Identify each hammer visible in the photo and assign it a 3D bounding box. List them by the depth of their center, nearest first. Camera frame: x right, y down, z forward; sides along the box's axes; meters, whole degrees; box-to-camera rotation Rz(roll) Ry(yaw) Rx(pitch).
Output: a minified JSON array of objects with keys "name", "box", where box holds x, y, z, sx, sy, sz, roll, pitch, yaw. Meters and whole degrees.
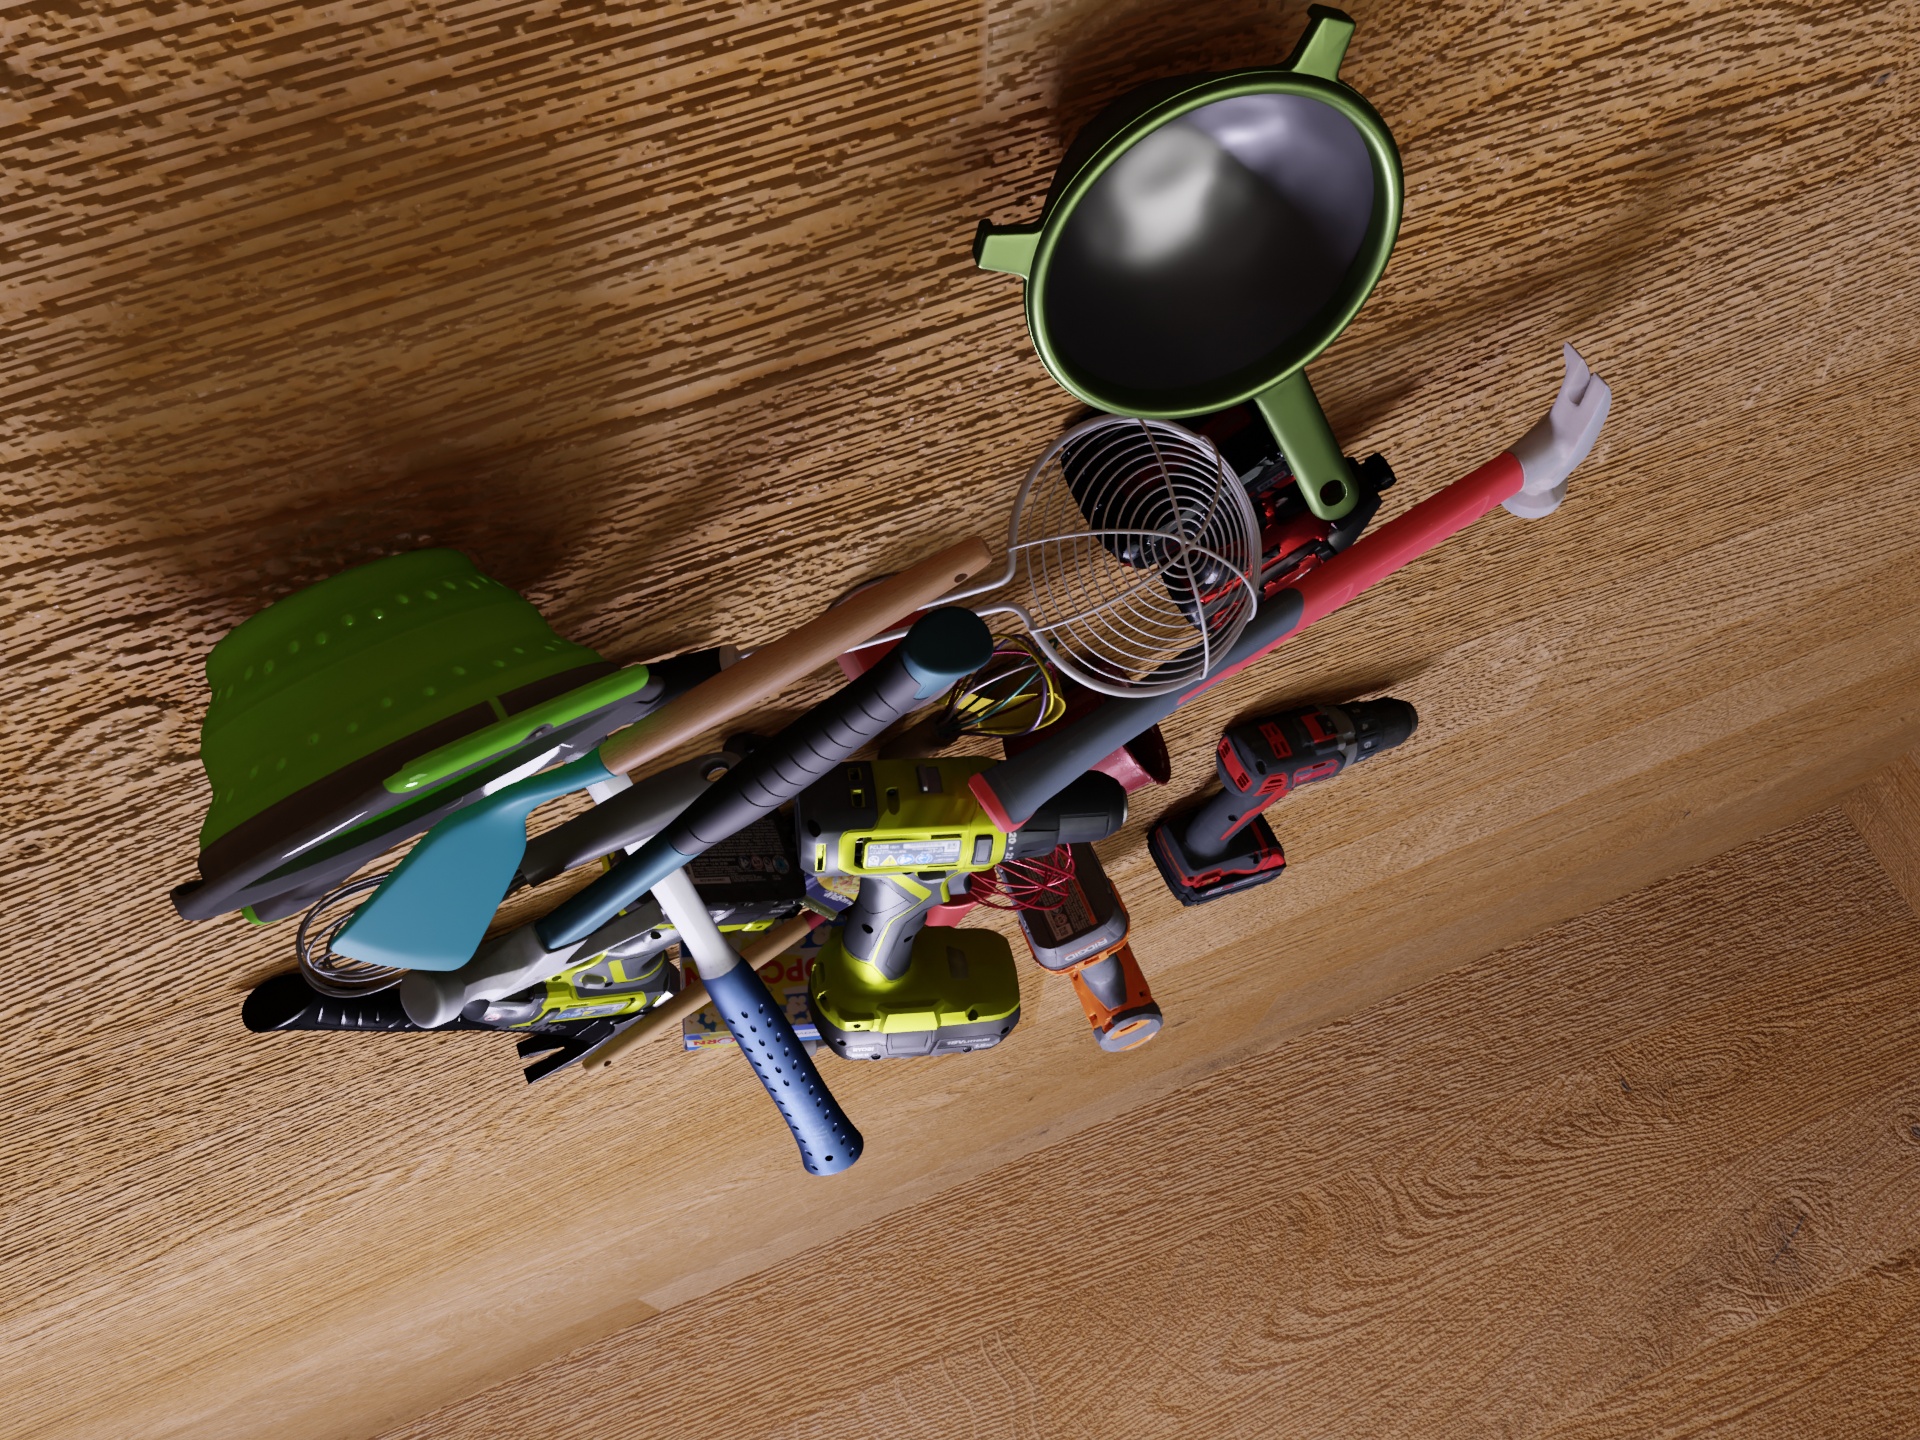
[{"name":"hammer","box":[-0.116,0.047,0.730,0.331,0.033,0.128,-35,171,29]},{"name":"hammer","box":[0.173,-0.061,0.850,0.386,0.038,0.143,-32,160,-3]},{"name":"hammer","box":[-0.137,0.133,0.918,0.144,0.035,0.405,-25,128,-3]},{"name":"hammer","box":[-0.346,0.205,1.100,0.146,0.035,0.334,-34,156,18]},{"name":"hammer","box":[-0.036,0.186,1.259,0.149,0.037,0.359,-18,160,-28]}]

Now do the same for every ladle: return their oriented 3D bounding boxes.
[{"name":"ladle","box":[-0.132,0.161,1.147,0.315,0.031,0.069,-32,137,-17]}]

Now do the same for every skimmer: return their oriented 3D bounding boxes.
[{"name":"skimmer","box":[-0.041,-0.043,0.748,0.363,0.127,0.090,-14,-173,17]}]

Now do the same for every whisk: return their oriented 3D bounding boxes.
[{"name":"whisk","box":[-0.218,0.070,0.797,0.239,0.055,0.055,-25,158,-9]},{"name":"whisk","box":[-0.002,-0.005,0.926,0.047,0.051,0.245,29,158,-13]},{"name":"whisk","box":[-0.030,0.063,1.012,0.295,0.073,0.073,24,129,-38]}]

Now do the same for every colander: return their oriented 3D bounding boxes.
[{"name":"colander","box":[-0.277,0.015,0.704,0.204,0.094,0.397,-28,-178,-39]}]

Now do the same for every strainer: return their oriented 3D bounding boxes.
[{"name":"strainer","box":[0.112,-0.172,0.656,0.151,0.069,0.256,-30,143,13]}]

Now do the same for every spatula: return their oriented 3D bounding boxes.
[{"name":"spatula","box":[-0.120,0.014,0.658,0.317,0.044,0.082,-29,156,15]}]

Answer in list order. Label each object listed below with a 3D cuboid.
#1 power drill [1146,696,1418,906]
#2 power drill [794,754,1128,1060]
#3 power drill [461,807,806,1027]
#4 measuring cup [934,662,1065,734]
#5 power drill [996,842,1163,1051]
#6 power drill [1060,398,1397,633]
[{"name":"power drill","box":[0.275,0.060,1.363,0.188,0.080,0.226,-13,152,-26]},{"name":"power drill","box":[-0.007,0.109,0.969,0.190,0.080,0.228,-2,136,-10]},{"name":"power drill","box":[-0.220,0.132,1.018,0.223,0.080,0.171,-37,155,33]},{"name":"measuring cup","box":[-0.001,-0.024,0.974,0.156,0.029,0.062,15,144,-39]},{"name":"power drill","box":[0.100,0.171,1.353,0.084,0.164,0.226,-26,145,2]},{"name":"power drill","box":[0.152,-0.120,0.849,0.143,0.079,0.219,-32,159,17]}]
